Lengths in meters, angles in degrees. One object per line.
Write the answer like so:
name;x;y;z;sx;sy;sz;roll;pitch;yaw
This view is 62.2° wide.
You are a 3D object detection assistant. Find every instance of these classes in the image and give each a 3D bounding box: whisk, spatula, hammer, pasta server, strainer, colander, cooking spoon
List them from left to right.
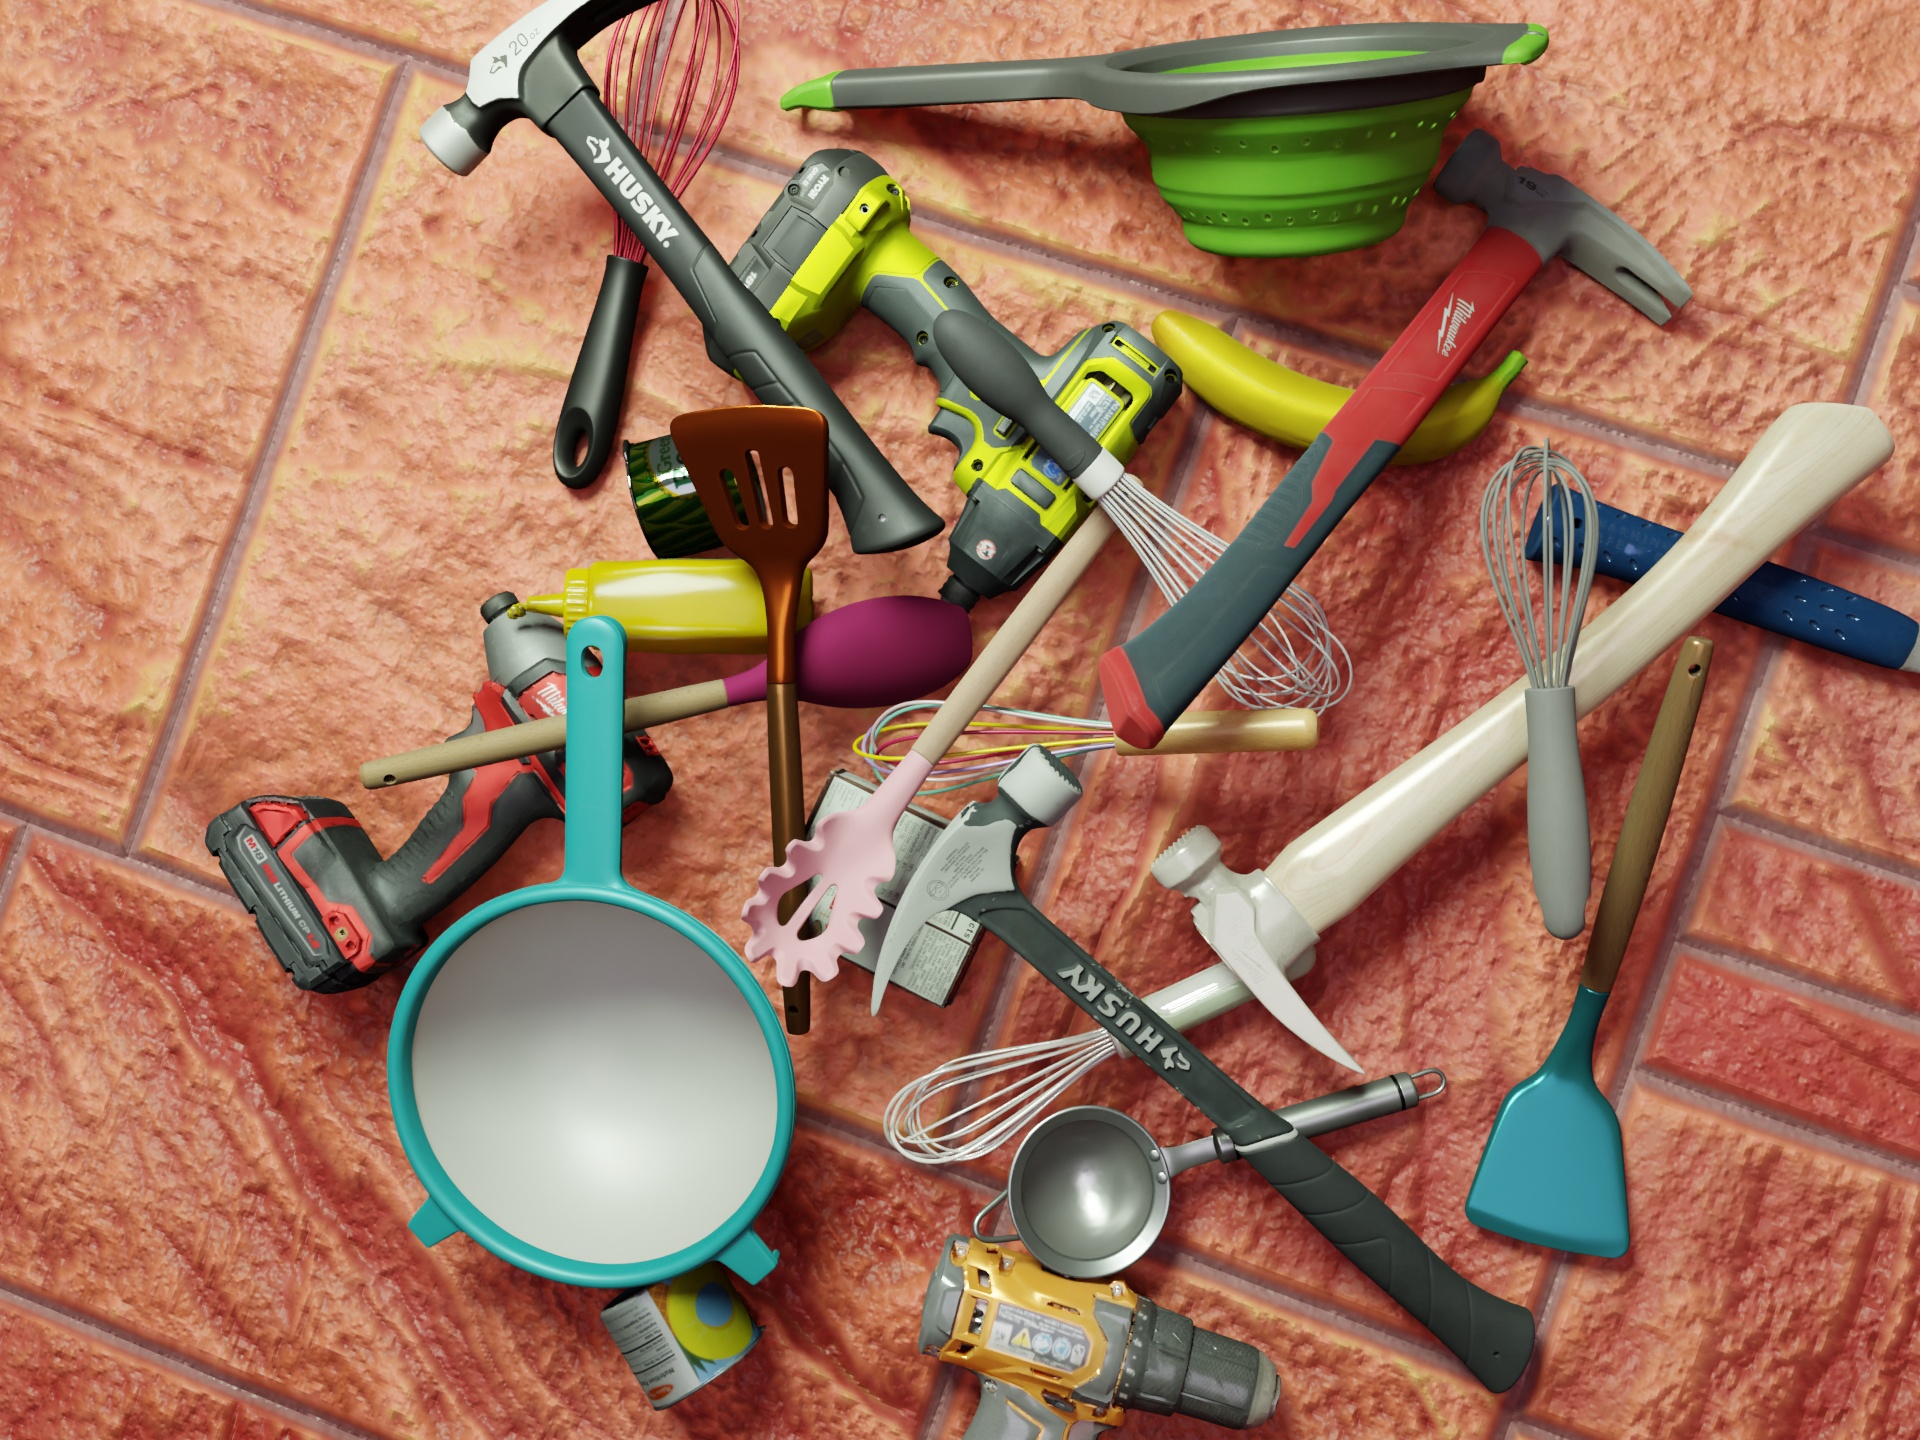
strainer;-0.176;0.113;0.819;0.211;0.095;0.340;4;98;8
whisk;-0.179;-0.272;0.875;0.073;0.073;0.296;16;96;6
cooking spoon;-0.146;-0.008;0.821;0.319;0.017;0.068;-13;126;-9
hammer;-0.120;-0.219;0.797;0.146;0.035;0.335;-39;86;12
spatula;-0.093;0.006;0.799;0.081;0.041;0.322;0;100;14
pasta server;-0.001;-0.003;0.799;0.060;0.040;0.316;38;80;-6
whisk;0.059;0.011;0.818;0.245;0.047;0.051;-2;81;18
whisk;0.073;0.169;0.834;0.246;0.058;0.059;-25;121;0
colander;0.091;-0.296;0.825;0.397;0.204;0.094;6;120;22
whisk;0.092;-0.102;0.795;0.284;0.070;0.070;43;92;-14
strainer;0.130;0.223;0.826;0.258;0.050;0.087;-16;86;-2
hammer;0.133;0.198;0.783;0.409;0.036;0.149;42;99;-9
hammer;0.207;-0.126;0.780;0.143;0.038;0.386;38;73;6
whisk;0.280;-0.013;0.753;0.055;0.055;0.239;-5;94;5
hammer;0.297;-0.002;0.791;0.410;0.038;0.146;-40;86;4
spatula;0.325;0.114;0.788;0.082;0.044;0.317;12;107;10
hammer;0.493;-0.040;0.807;0.405;0.035;0.144;21;90;6

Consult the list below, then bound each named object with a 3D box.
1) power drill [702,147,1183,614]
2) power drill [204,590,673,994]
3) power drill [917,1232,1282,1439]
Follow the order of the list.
power drill;-0.019;-0.179;0.844;0.223;0.080;0.171;38;96;3
power drill;-0.280;0.037;0.861;0.219;0.078;0.143;-34;86;0
power drill;0.051;0.396;0.810;0.185;0.084;0.226;15;84;6
